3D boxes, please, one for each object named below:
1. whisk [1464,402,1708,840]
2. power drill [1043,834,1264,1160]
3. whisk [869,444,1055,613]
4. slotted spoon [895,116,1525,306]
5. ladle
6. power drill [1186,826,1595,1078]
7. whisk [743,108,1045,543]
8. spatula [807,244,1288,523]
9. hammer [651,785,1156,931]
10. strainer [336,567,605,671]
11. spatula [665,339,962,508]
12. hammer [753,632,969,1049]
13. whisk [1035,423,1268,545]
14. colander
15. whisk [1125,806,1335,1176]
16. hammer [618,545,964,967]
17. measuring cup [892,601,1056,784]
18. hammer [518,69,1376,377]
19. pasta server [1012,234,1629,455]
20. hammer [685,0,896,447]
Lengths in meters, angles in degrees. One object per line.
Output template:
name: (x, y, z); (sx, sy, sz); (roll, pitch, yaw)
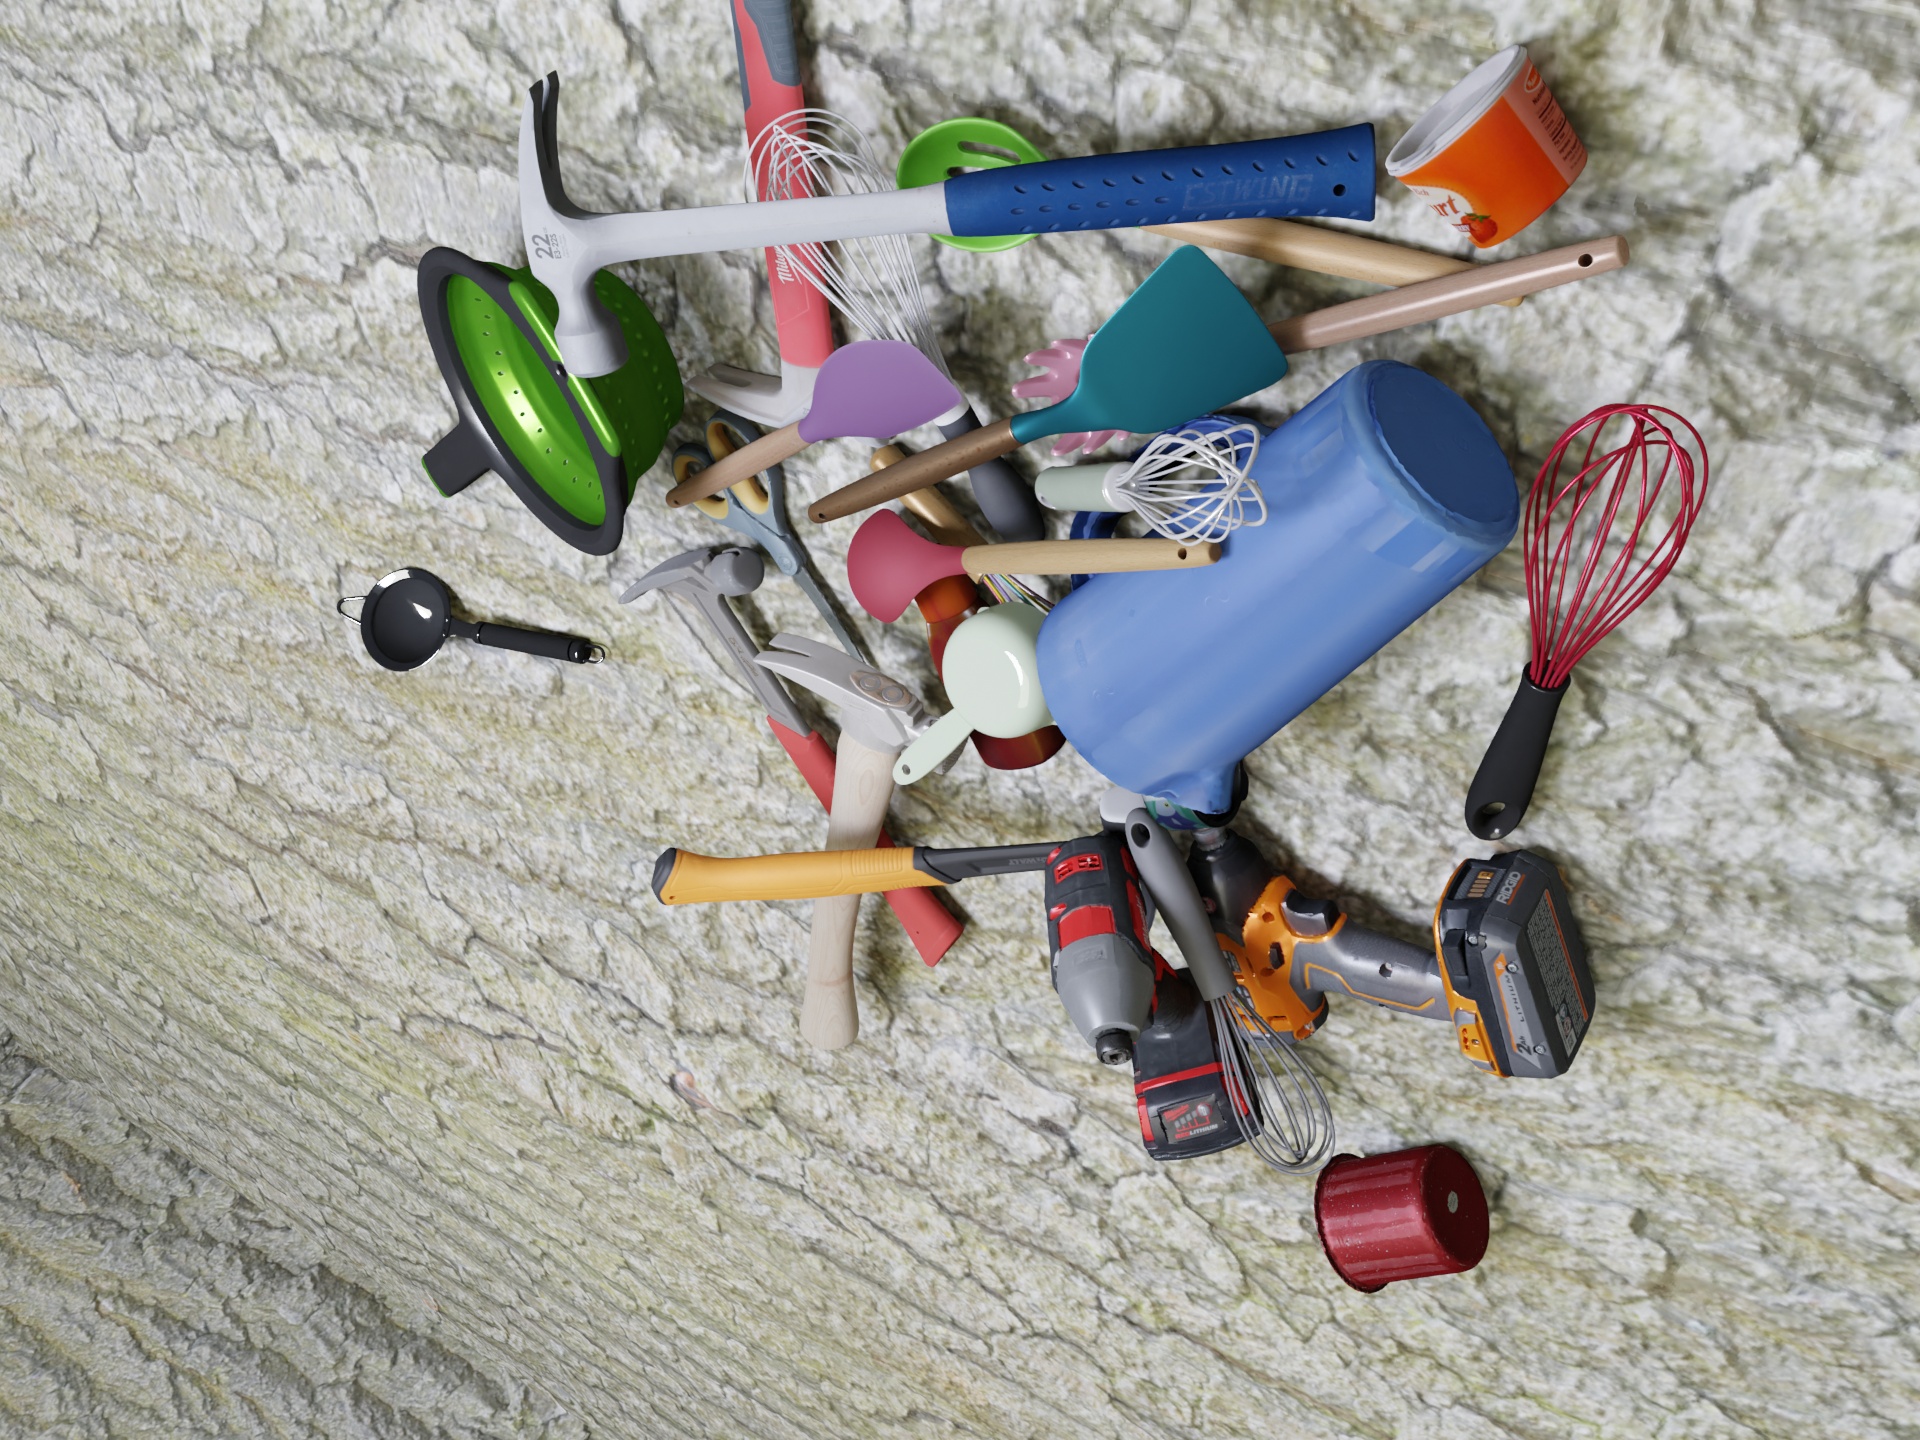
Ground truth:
whisk: (0.291, -0.036, 0.777); (0.073, 0.073, 0.295); (23, 143, 20)
power drill: (0.117, 0.184, 0.995); (0.078, 0.143, 0.219); (-19, 136, 16)
whisk: (0.034, -0.073, 0.940); (0.245, 0.047, 0.051); (47, 173, 9)
slotted spoon: (0.112, -0.236, 0.762); (0.314, 0.031, 0.070); (19, 135, 22)
ladle: (0.023, -0.086, 0.863); (0.315, 0.031, 0.069); (5, 100, 53)
power drill: (0.238, 0.126, 0.941); (0.226, 0.084, 0.164); (-2, 123, 43)
whisk: (-0.025, -0.196, 0.857); (0.070, 0.070, 0.284); (-2, 136, 39)
spatula: (0.020, -0.151, 0.831); (0.082, 0.044, 0.317); (43, 147, -27)
hammer: (-0.038, 0.101, 1.046); (0.337, 0.034, 0.127); (-4, 138, 9)
strainer: (-0.391, -0.070, 1.286); (0.258, 0.050, 0.087); (11, 87, 24)
spatula: (-0.103, -0.165, 0.931); (0.059, 0.018, 0.316); (42, 153, -23)
hammer: (-0.093, 0.111, 1.149); (0.146, 0.038, 0.410); (28, 138, 14)
whisk: (0.084, -0.115, 0.777); (0.057, 0.059, 0.246); (32, 178, -18)
colander: (-0.278, -0.209, 1.054); (0.397, 0.094, 0.204); (-4, 119, 61)
whisk: (0.157, 0.160, 0.948); (0.055, 0.055, 0.239); (-29, 86, 48)
hammer: (-0.108, 0.034, 1.154); (0.149, 0.037, 0.358); (-7, 122, 49)
measuring cup: (-0.001, -0.003, 0.934); (0.167, 0.038, 0.083); (-43, 78, 39)
hammer: (-0.016, -0.243, 0.740); (0.405, 0.035, 0.144); (-1, 127, 13)
pasta server: (0.154, -0.180, 0.752); (0.316, 0.040, 0.060); (-4, 109, 45)
hammer: (-0.112, -0.332, 0.843); (0.143, 0.038, 0.385); (19, 135, 26)
